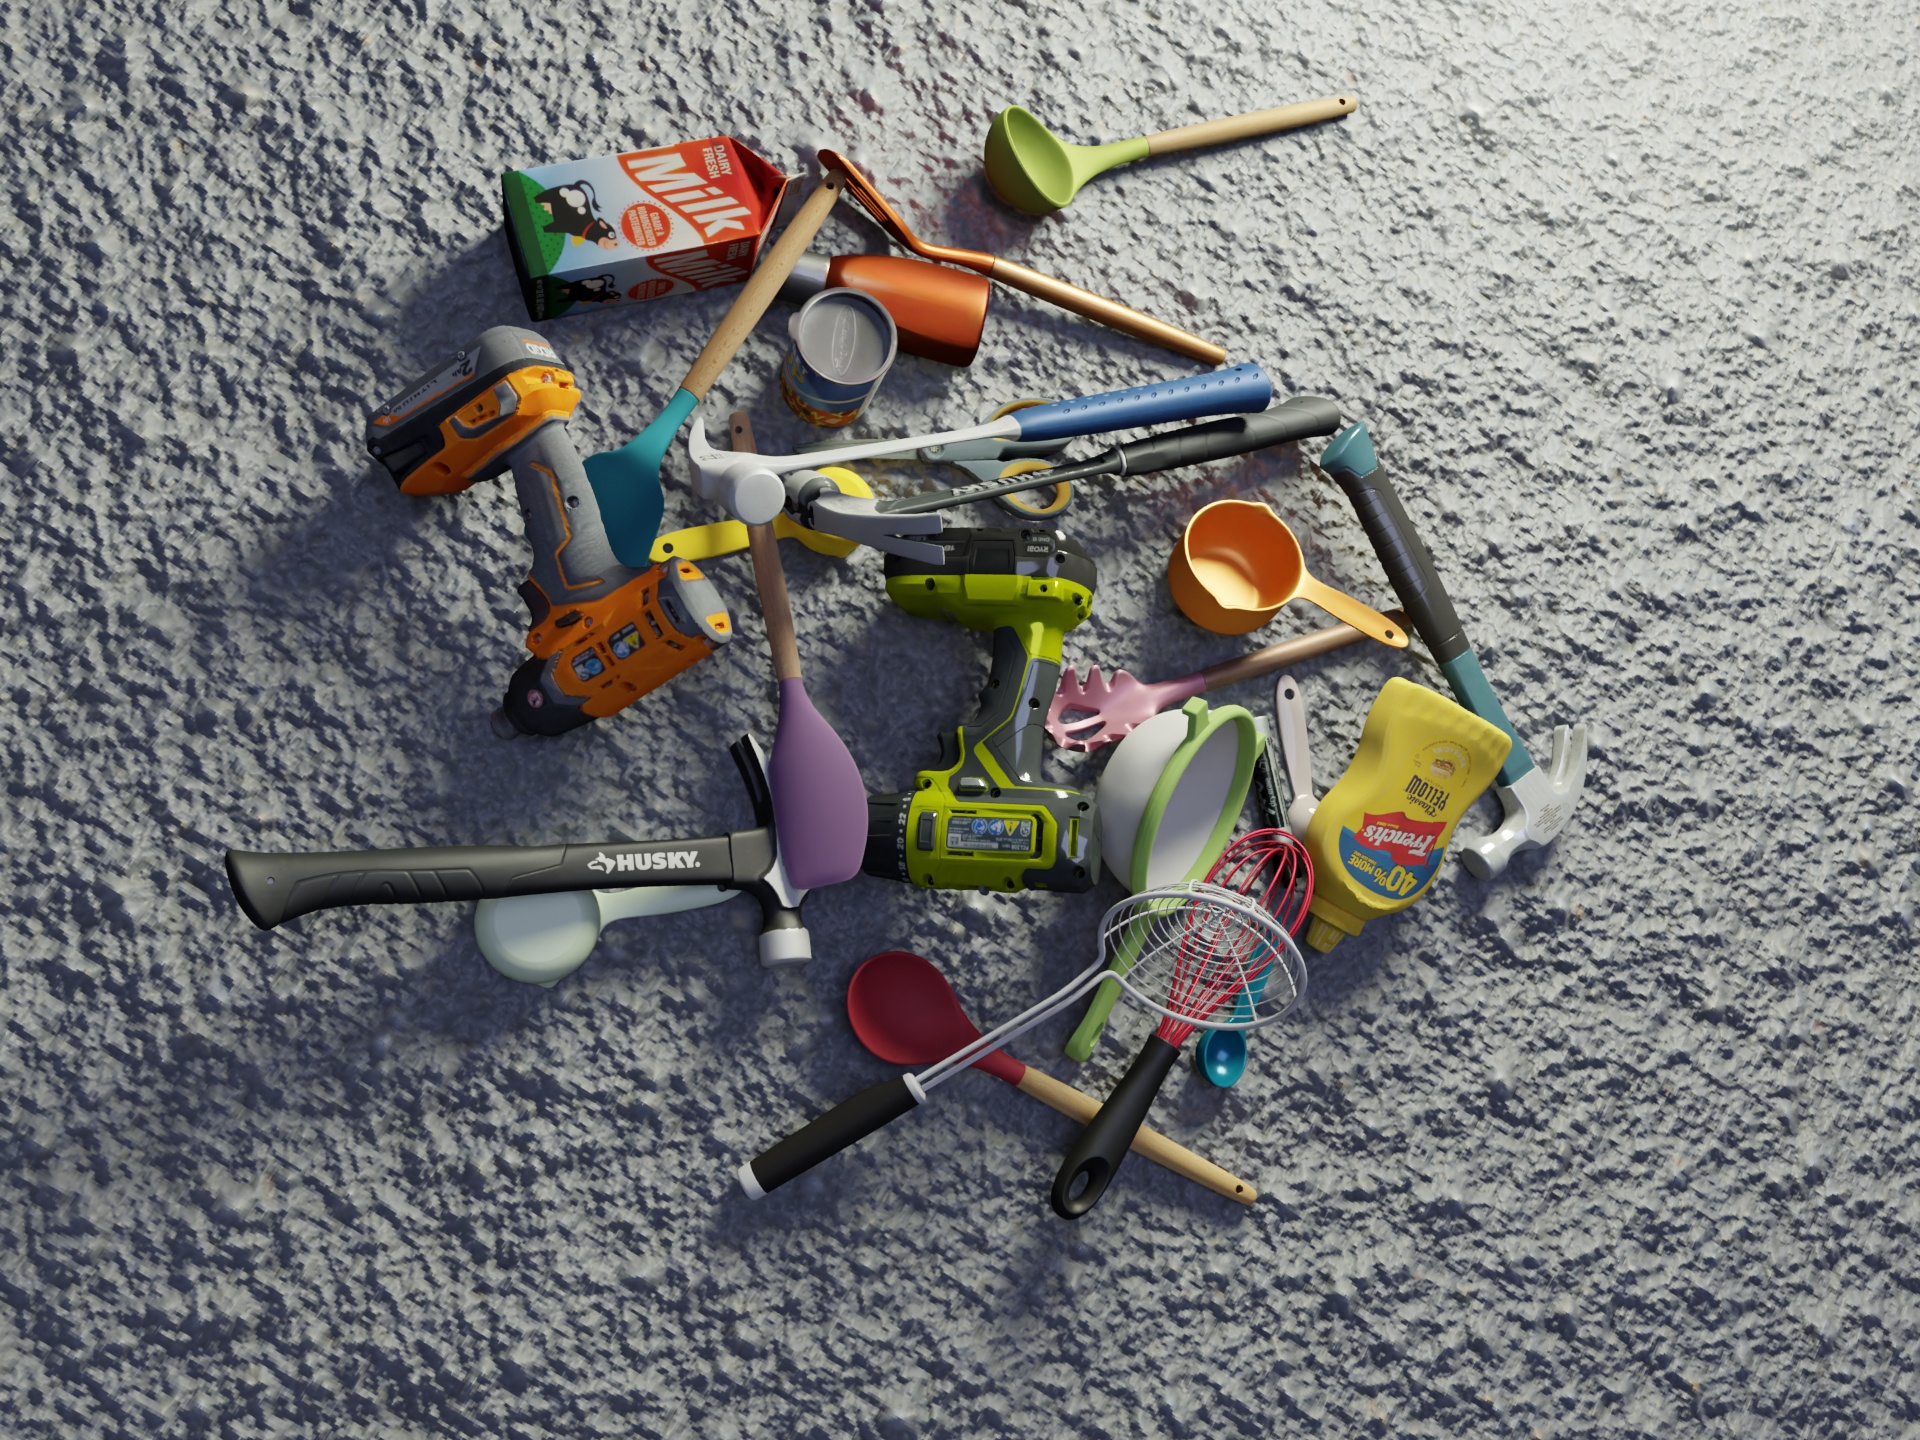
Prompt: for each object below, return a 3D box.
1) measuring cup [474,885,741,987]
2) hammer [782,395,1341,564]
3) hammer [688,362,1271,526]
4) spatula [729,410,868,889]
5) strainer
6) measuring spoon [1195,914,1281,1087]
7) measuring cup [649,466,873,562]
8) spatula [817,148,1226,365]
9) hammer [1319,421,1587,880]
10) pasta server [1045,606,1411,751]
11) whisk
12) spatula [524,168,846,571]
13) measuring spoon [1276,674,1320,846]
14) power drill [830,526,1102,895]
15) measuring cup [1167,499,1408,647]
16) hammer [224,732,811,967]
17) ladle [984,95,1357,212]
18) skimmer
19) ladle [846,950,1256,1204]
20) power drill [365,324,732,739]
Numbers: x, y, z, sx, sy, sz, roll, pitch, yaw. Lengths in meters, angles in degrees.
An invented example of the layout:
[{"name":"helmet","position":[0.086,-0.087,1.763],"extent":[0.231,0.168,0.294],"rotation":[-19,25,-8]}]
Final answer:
[{"name":"measuring cup","position":[-0.215,0.115,0.982],"extent":[0.167,0.038,0.083],"rotation":[-10,83,-13]},{"name":"hammer","position":[0.094,-0.170,1.060],"extent":[0.409,0.149,0.036],"rotation":[-17,116,-28]},{"name":"hammer","position":[0.020,-0.189,1.025],"extent":[0.405,0.144,0.035],"rotation":[-14,116,-24]},{"name":"spatula","position":[-0.111,-0.050,1.014],"extent":[0.060,0.018,0.316],"rotation":[-14,79,6]},{"name":"strainer","position":[0.110,0.098,1.054],"extent":[0.069,0.151,0.256],"rotation":[26,93,28]},{"name":"measuring spoon","position":[0.190,0.189,1.087],"extent":[0.042,0.021,0.129],"rotation":[41,63,-29]},{"name":"measuring cup","position":[-0.130,-0.129,1.048],"extent":[0.156,0.029,0.062],"rotation":[-15,85,-17]},{"name":"spatula","position":[0.047,-0.319,1.116],"extent":[0.322,0.081,0.041],"rotation":[17,101,-16]},{"name":"hammer","position":[0.347,-0.058,1.141],"extent":[0.128,0.033,0.331],"rotation":[-31,96,-18]},{"name":"pasta server","position":[0.194,-0.038,1.113],"extent":[0.316,0.040,0.060],"rotation":[-17,67,-18]},{"name":"whisk","position":[0.143,0.195,1.040],"extent":[0.073,0.073,0.296],"rotation":[36,74,-6]},{"name":"spatula","position":[-0.164,-0.230,1.035],"extent":[0.082,0.044,0.317],"rotation":[33,79,-4]},{"name":"measuring spoon","position":[0.241,0.027,1.123],"extent":[0.034,0.018,0.124],"rotation":[-6,82,-15]},{"name":"power drill","position":[-0.002,-0.003,1.021],"extent":[0.190,0.080,0.229],"rotation":[2,77,13]},{"name":"measuring cup","position":[0.225,-0.084,1.110],"extent":[0.173,0.052,0.095],"rotation":[27,62,-4]},{"name":"hammer","position":[-0.250,0.083,0.939],"extent":[0.334,0.035,0.146],"rotation":[0,74,-28]},{"name":"ladle","position":[0.162,-0.430,1.161],"extent":[0.320,0.062,0.078],"rotation":[-18,83,-19]},{"name":"skimmer","position":[0.032,0.210,0.964],"extent":[0.363,0.090,0.127],"rotation":[-30,123,-2]},{"name":"ladle","position":[0.062,0.242,1.039],"extent":[0.315,0.031,0.069],"rotation":[30,73,-10]},{"name":"power drill","position":[-0.263,-0.105,0.973],"extent":[0.164,0.084,0.226],"rotation":[-31,91,13]}]
